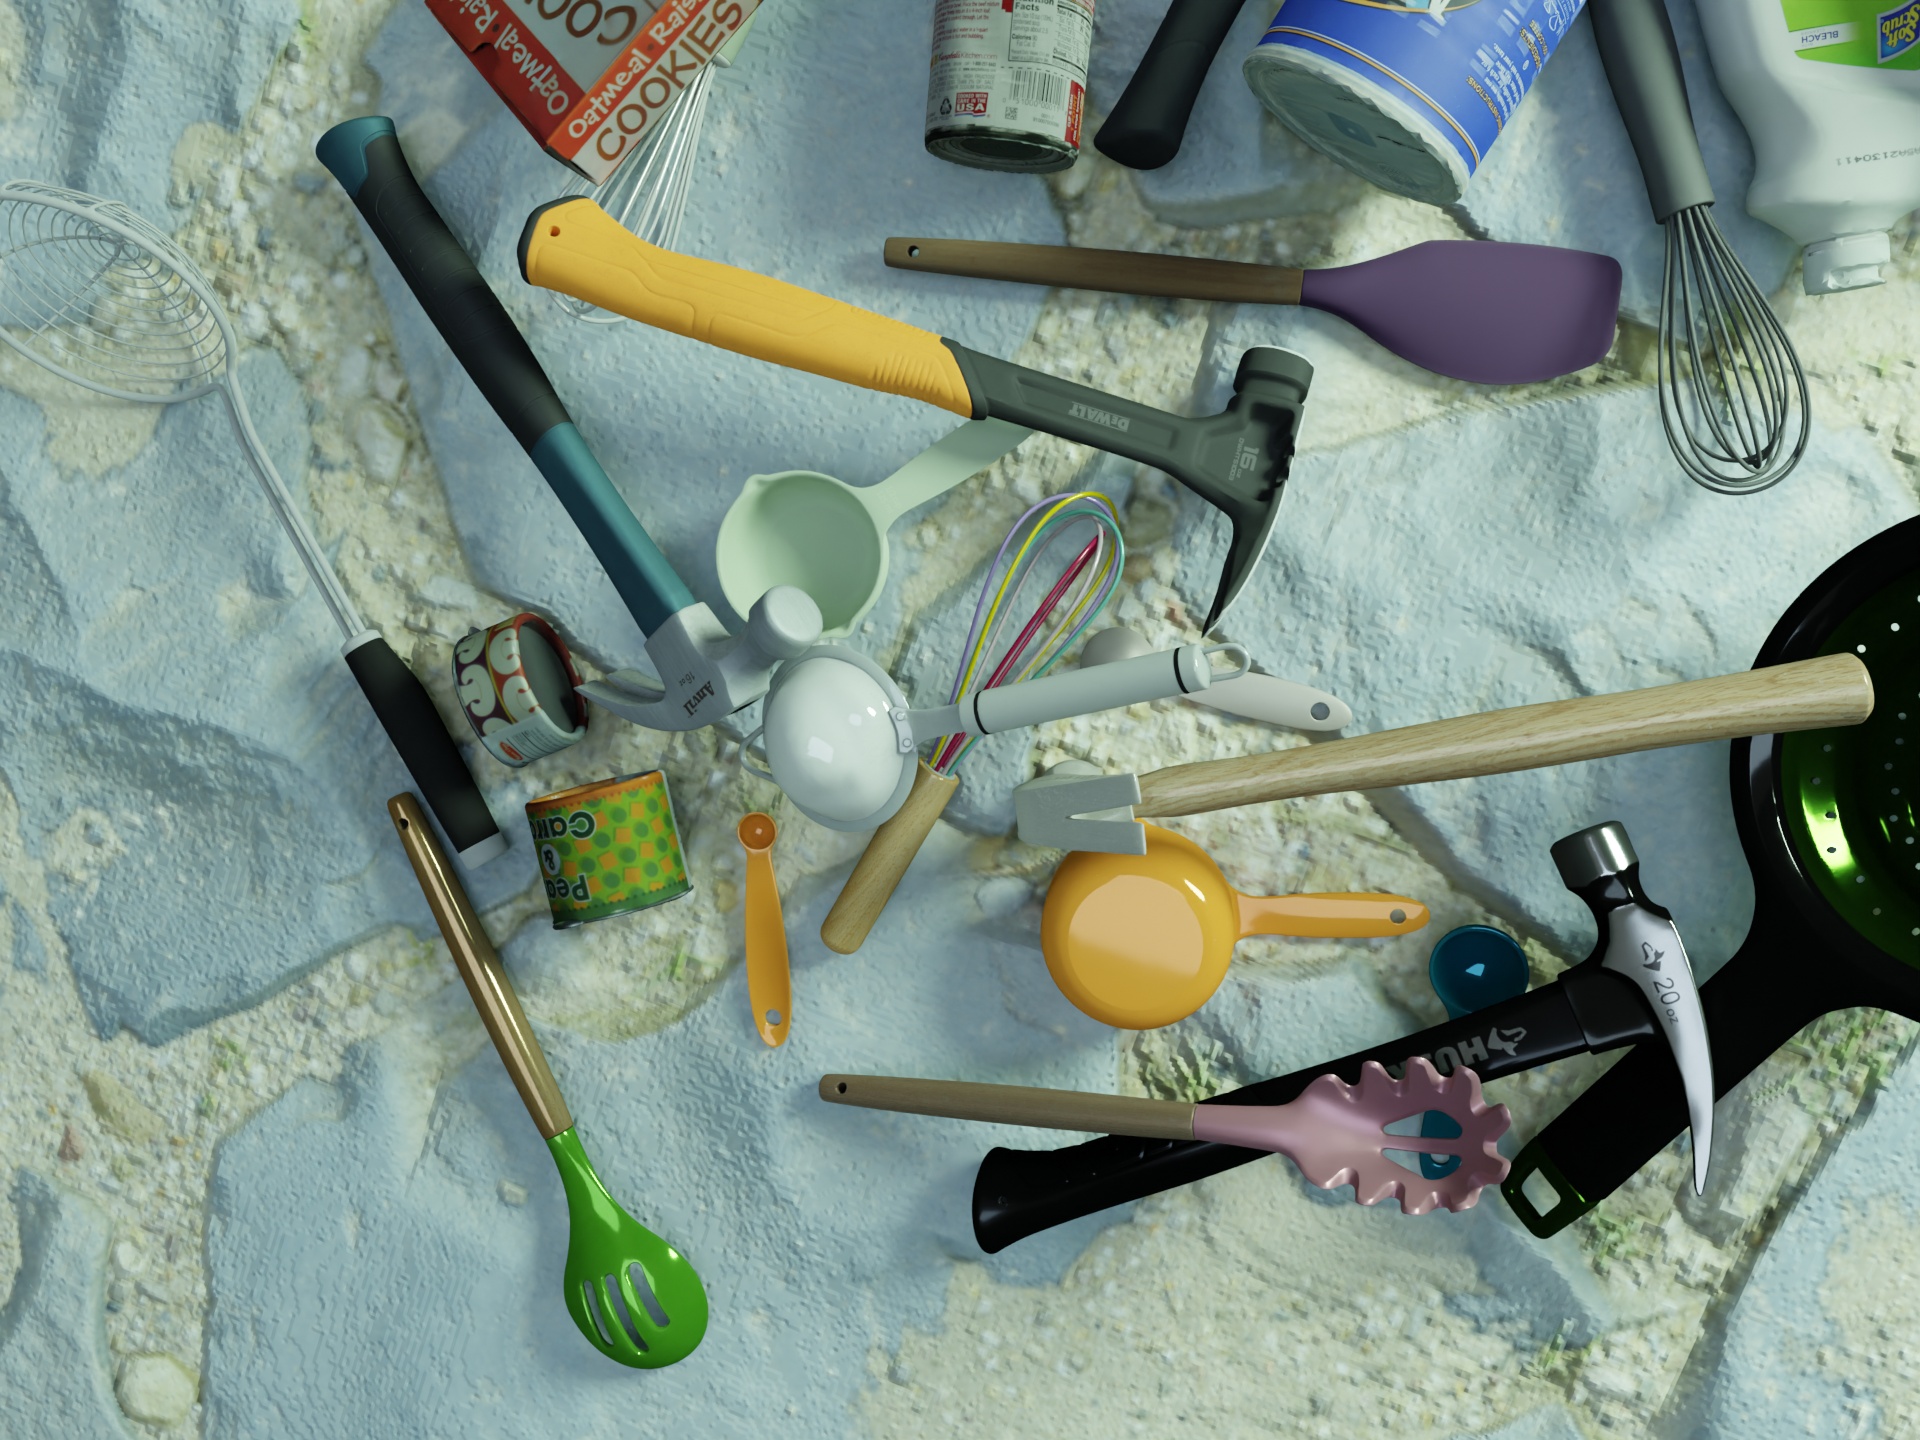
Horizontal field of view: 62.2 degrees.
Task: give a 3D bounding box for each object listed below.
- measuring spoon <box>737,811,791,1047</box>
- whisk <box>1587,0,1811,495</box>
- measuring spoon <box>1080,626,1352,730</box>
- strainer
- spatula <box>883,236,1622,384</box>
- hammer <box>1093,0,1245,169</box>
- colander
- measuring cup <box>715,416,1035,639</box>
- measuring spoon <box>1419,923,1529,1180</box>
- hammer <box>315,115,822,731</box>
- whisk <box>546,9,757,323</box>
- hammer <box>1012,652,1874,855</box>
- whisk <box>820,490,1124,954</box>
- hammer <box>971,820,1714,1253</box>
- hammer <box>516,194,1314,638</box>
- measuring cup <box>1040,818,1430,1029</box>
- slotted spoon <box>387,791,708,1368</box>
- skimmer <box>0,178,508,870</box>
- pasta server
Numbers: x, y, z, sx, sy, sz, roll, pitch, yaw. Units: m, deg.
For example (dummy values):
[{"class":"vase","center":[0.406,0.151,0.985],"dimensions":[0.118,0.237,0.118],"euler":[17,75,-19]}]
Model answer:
[{"class":"measuring spoon","center":[-0.092,0.100,0.761],"dimensions":[0.021,0.011,0.117],"euler":[-2,99,8]},{"class":"whisk","center":[0.293,-0.208,0.651],"dimensions":[0.055,0.055,0.239],"euler":[-15,89,10]},{"class":"measuring spoon","center":[0.114,-0.014,0.710],"dimensions":[0.124,0.018,0.034],"euler":[13,98,6]},{"class":"strainer","center":[-0.001,-0.002,0.677],"dimensions":[0.258,0.050,0.087],"euler":[-12,96,26]},{"class":"spatula","center":[0.122,-0.188,0.691],"dimensions":[0.316,0.018,0.060],"euler":[8,98,7]},{"class":"hammer","center":[0.162,-0.411,0.624],"dimensions":[0.036,0.149,0.409],"euler":[18,111,-30]},{"class":"colander","center":[0.375,0.080,0.646],"dimensions":[0.397,0.094,0.205],"euler":[-55,49,27]},{"class":"measuring cup","center":[-0.031,-0.098,0.717],"dimensions":[0.167,0.038,0.083],"euler":[-32,91,6]},{"class":"measuring spoon","center":[0.225,0.149,0.716],"dimensions":[0.042,0.021,0.128],"euler":[11,107,17]},{"class":"hammer","center":[-0.191,-0.138,0.719],"dimensions":[0.128,0.033,0.331],"euler":[-39,83,39]},{"class":"whisk","center":[-0.116,-0.290,0.706],"dimensions":[0.059,0.058,0.246],"euler":[26,98,-30]},{"class":"hammer","center":[0.182,0.014,0.637],"dimensions":[0.331,0.130,0.031],"euler":[-9,92,13]},{"class":"whisk","center":[0.004,0.006,0.721],"dimensions":[0.051,0.047,0.245],"euler":[35,105,16]},{"class":"hammer","center":[0.153,0.172,0.690],"dimensions":[0.335,0.035,0.146],"euler":[-25,73,19]},{"class":"hammer","center":[-0.025,-0.144,0.669],"dimensions":[0.337,0.034,0.127],"euler":[18,74,0]},{"class":"measuring cup","center":[0.120,0.092,0.703],"dimensions":[0.173,0.052,0.095],"euler":[-2,96,11]},{"class":"slotted spoon","center":[-0.210,0.179,0.779],"dimensions":[0.070,0.031,0.314],"euler":[-25,91,11]},{"class":"skimmer","center":[-0.334,-0.079,0.737],"dimensions":[0.127,0.090,0.363],"euler":[-26,95,43]},{"class":"pasta server","center":[0.074,0.170,0.687],"dimensions":[0.316,0.040,0.060],"euler":[-1,69,26]}]
